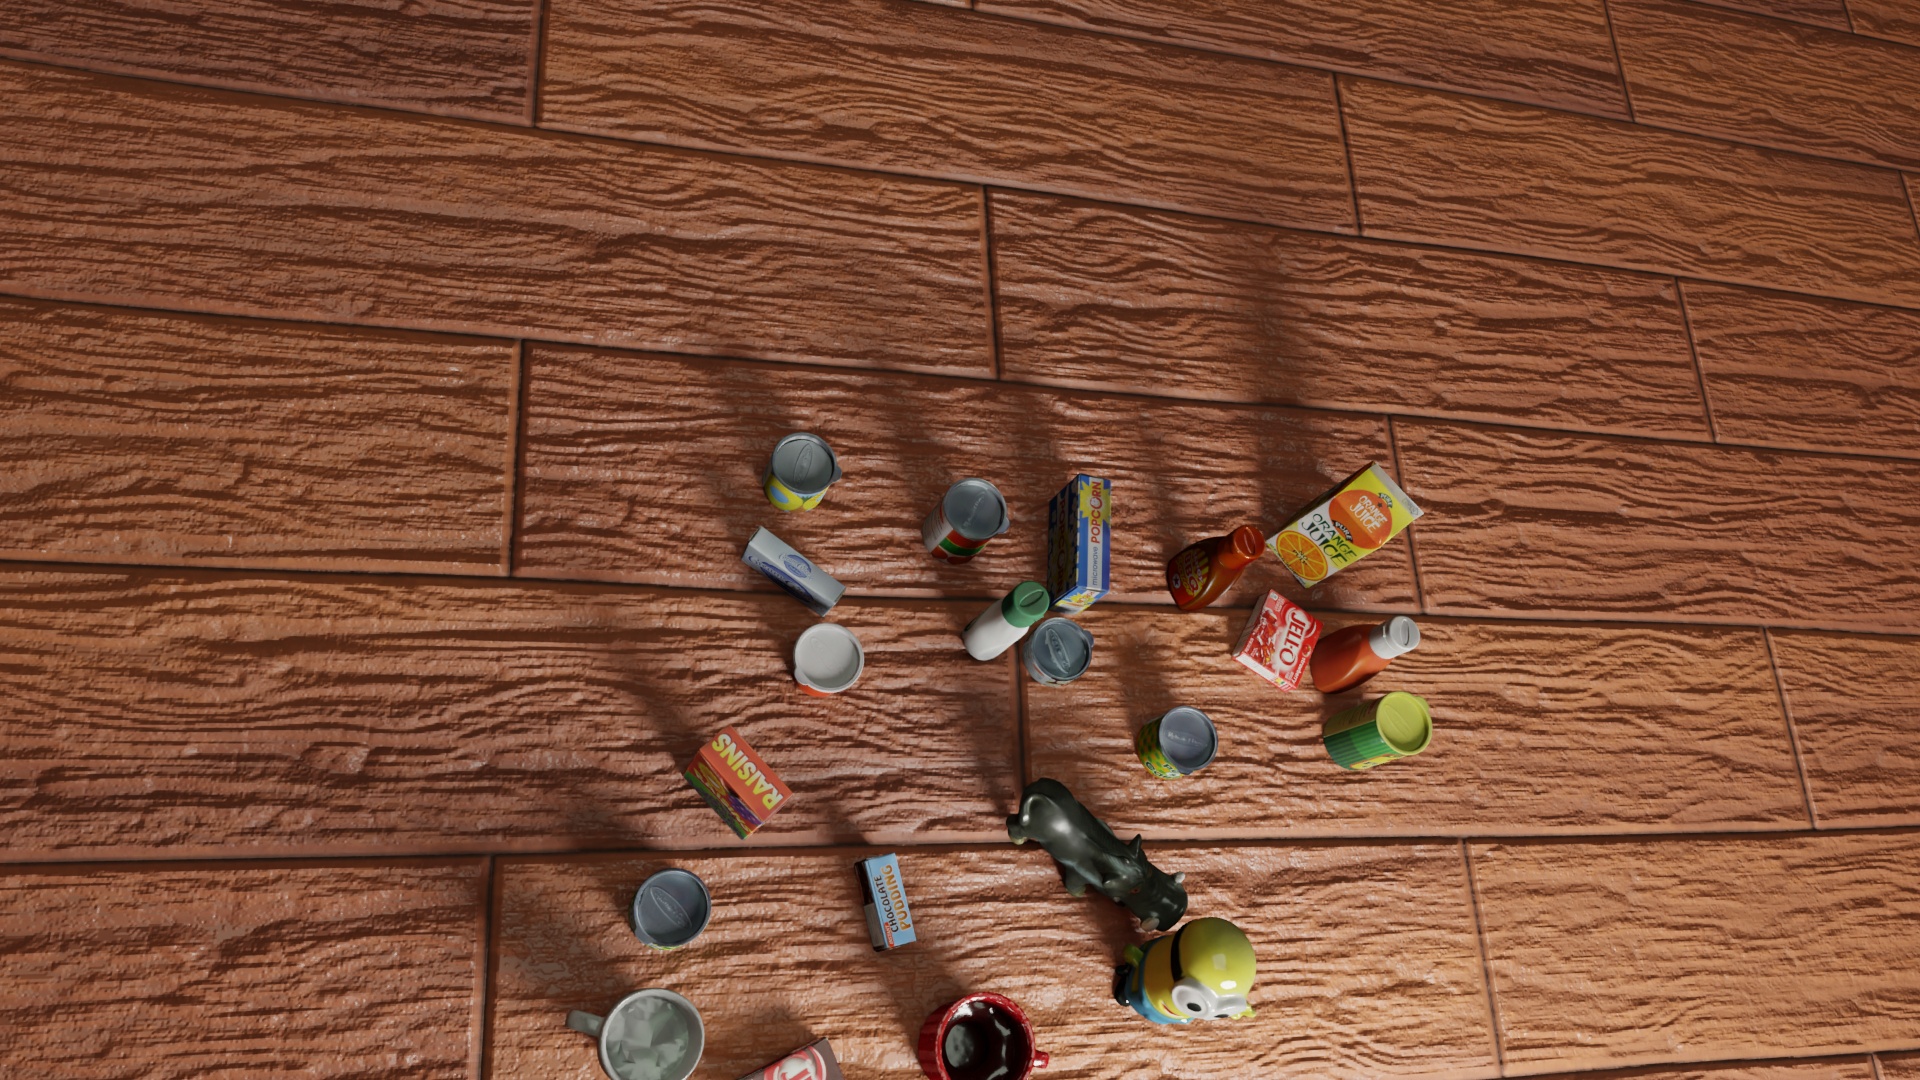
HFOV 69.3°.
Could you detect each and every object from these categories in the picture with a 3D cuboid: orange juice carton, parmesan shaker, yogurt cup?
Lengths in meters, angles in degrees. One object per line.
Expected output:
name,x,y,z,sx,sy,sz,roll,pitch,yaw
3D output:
orange juice carton,0.417,-0.022,1.491,0.073,0.192,0.072,-39,86,-26
parmesan shaker,0.441,0.201,1.467,0.071,0.102,0.071,6,69,-16
yogurt cup,-0.132,0.118,1.334,0.072,0.053,0.072,6,69,-16

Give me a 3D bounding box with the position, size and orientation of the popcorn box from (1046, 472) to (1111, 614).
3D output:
popcorn box,0.123,0.005,1.443,0.038,0.085,0.127,9,68,-15

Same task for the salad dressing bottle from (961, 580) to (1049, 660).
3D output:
salad dressing bottle,0.045,0.077,1.356,0.064,0.147,0.044,-29,82,-25

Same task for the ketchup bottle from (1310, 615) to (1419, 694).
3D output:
ketchup bottle,0.426,0.117,1.467,0.043,0.148,0.065,13,68,-14

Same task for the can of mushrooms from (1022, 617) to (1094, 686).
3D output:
can of mushrooms,0.101,0.114,1.424,0.071,0.033,0.071,6,69,-16

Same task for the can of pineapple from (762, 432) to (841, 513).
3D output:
can of pineapple,-0.160,-0.066,1.390,0.071,0.057,0.071,6,69,-16

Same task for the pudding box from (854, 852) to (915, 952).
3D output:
pudding box,-0.070,0.332,1.277,0.030,0.049,0.084,-10,74,-21

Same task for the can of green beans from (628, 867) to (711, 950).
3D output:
can of green beans,-0.255,0.323,1.215,0.071,0.057,0.071,6,69,-16

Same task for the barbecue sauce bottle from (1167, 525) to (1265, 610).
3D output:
barbecue sauce bottle,0.266,0.024,1.449,0.044,0.148,0.065,-4,73,-20

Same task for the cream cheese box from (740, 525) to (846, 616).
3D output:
cream cheese box,-0.164,0.032,1.356,0.104,0.053,0.024,36,64,-3

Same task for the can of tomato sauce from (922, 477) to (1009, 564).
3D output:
can of tomato sauce,0.005,-0.018,1.414,0.071,0.082,0.071,6,69,-16

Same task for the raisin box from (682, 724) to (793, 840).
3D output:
raisin box,-0.200,0.217,1.236,0.040,0.123,0.086,-41,87,-26

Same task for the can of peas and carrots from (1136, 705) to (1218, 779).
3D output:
can of peas and carrots,0.220,0.209,1.415,0.071,0.058,0.071,6,69,-16
